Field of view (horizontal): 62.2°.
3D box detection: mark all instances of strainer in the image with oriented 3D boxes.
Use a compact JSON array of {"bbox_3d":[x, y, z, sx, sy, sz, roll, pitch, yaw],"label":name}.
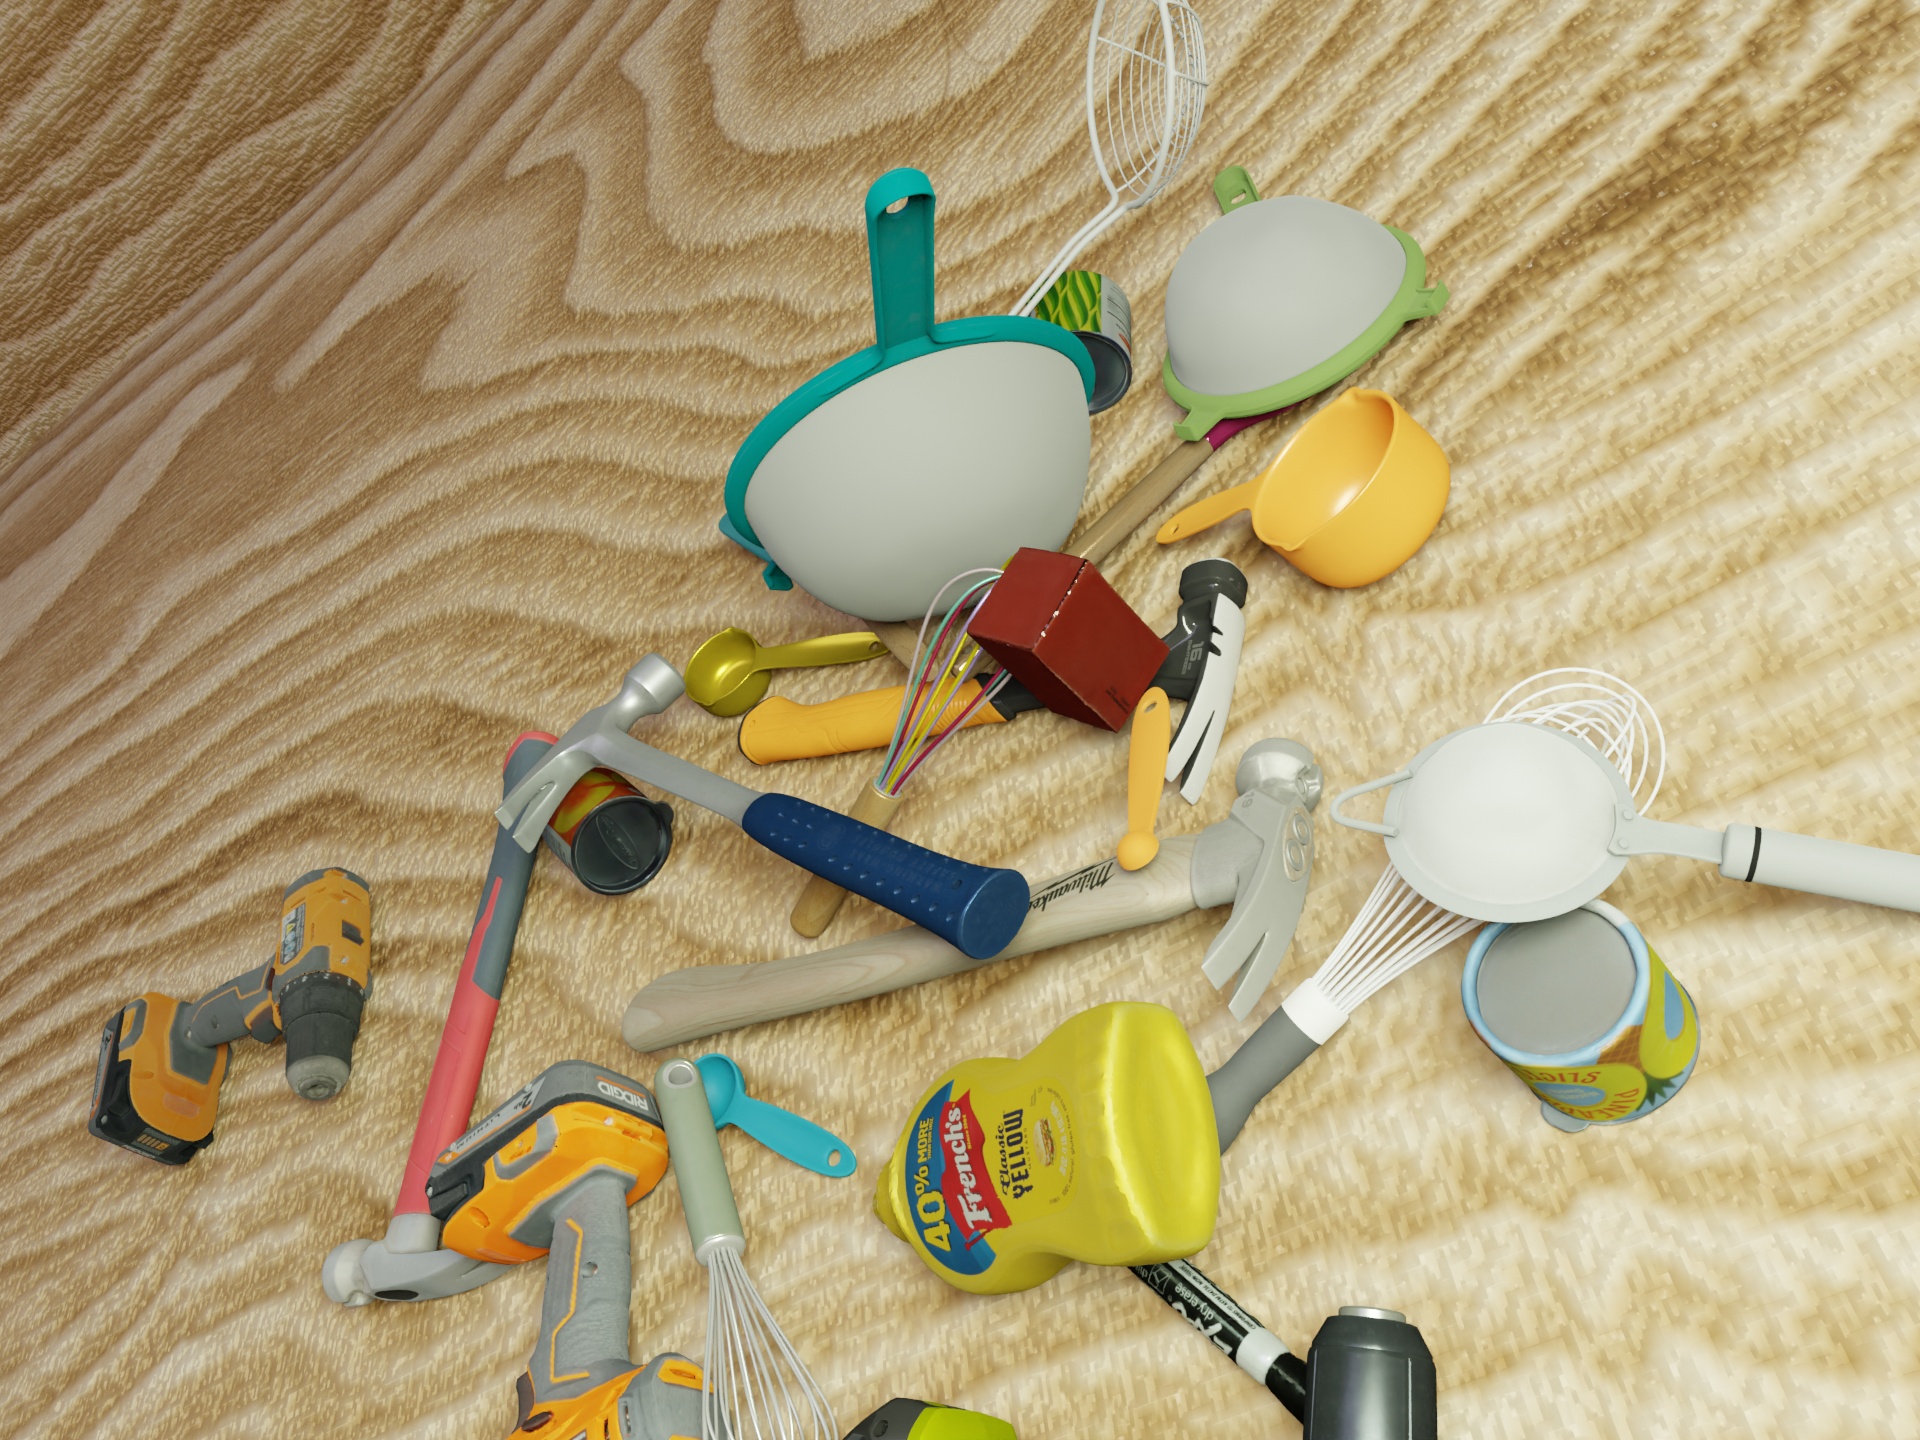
[{"bbox_3d":[0.254,0.040,0.536,0.258,0.050,0.087,10,57,20],"label":"strainer"},{"bbox_3d":[-0.011,-0.131,0.780,0.211,0.340,0.095,-21,74,-6],"label":"strainer"},{"bbox_3d":[0.162,-0.270,0.885,0.151,0.069,0.257,-26,38,19],"label":"strainer"}]

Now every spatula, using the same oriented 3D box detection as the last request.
[{"bbox_3d":[-0.076,-0.092,0.987,0.082,0.044,0.318,-41,31,0],"label":"spatula"}]

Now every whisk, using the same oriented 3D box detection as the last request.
[{"bbox_3d":[-0.027,0.017,0.830,0.245,0.051,0.047,-59,40,23],"label":"whisk"},{"bbox_3d":[-0.111,0.258,0.751,0.247,0.057,0.059,-118,29,-45],"label":"whisk"},{"bbox_3d":[0.164,0.093,0.630,0.284,0.070,0.070,-48,39,11],"label":"whisk"}]

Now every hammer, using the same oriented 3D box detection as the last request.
[{"bbox_3d":[-0.297,0.168,1.013,0.143,0.038,0.387,-20,48,30],"label":"hammer"},{"bbox_3d":[-0.001,-0.003,0.874,0.337,0.034,0.127,-9,53,39],"label":"hammer"},{"bbox_3d":[-0.023,0.118,0.767,0.410,0.038,0.146,-21,25,34],"label":"hammer"},{"bbox_3d":[-0.114,0.051,0.836,0.144,0.035,0.406,-47,35,-21],"label":"hammer"}]

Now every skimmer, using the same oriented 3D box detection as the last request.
[{"bbox_3d":[0.013,-0.251,0.905,0.363,0.090,0.127,-50,33,15],"label":"skimmer"}]

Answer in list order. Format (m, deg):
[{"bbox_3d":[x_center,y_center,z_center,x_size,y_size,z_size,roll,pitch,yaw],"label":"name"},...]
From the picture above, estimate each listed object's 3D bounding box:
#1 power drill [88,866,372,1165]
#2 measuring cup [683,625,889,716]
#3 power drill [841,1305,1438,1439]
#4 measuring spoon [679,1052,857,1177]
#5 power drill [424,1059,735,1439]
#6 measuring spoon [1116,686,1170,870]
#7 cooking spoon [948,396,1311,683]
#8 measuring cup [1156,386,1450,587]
[{"bbox_3d":[-0.515,0.231,1.140,0.226,0.084,0.186,-34,43,11],"label":"power drill"},{"bbox_3d":[-0.105,-0.034,1.011,0.156,0.029,0.062,-6,55,26],"label":"measuring cup"},{"bbox_3d":[0.061,0.297,0.539,0.228,0.080,0.191,-12,58,35],"label":"power drill"},{"bbox_3d":[-0.096,0.208,0.815,0.129,0.021,0.042,15,72,38],"label":"measuring spoon"},{"bbox_3d":[-0.204,0.303,0.788,0.164,0.084,0.227,-39,44,15],"label":"power drill"},{"bbox_3d":[0.082,0.022,0.719,0.021,0.011,0.117,-24,33,29],"label":"measuring spoon"},{"bbox_3d":[0.112,-0.132,0.853,0.319,0.017,0.069,-44,37,-5],"label":"cooking spoon"},{"bbox_3d":[0.166,-0.100,0.788,0.173,0.052,0.095,-15,46,59],"label":"measuring cup"}]
